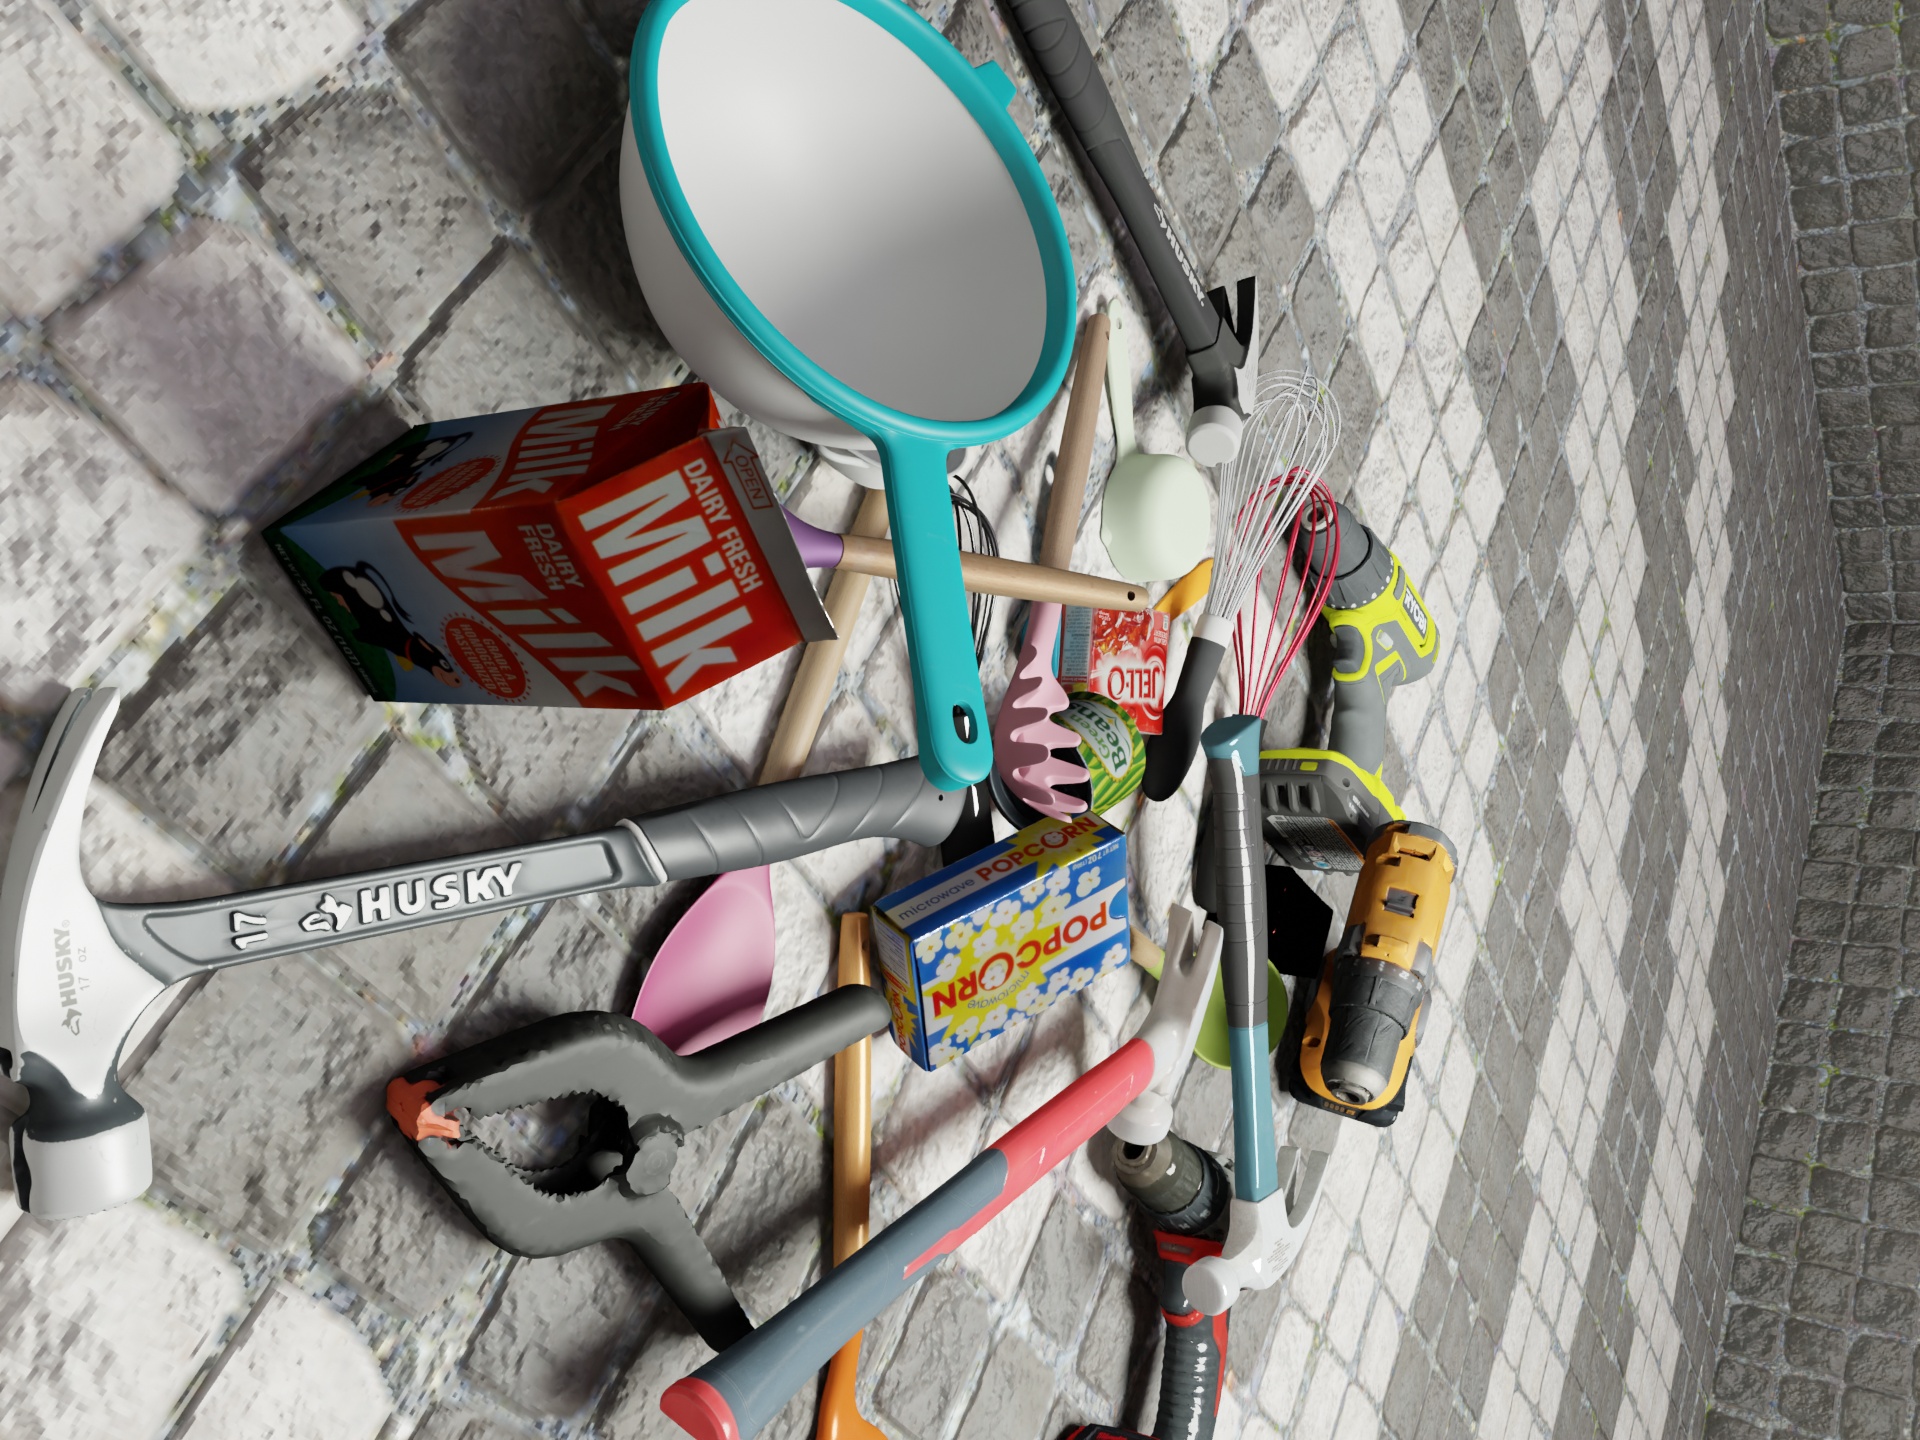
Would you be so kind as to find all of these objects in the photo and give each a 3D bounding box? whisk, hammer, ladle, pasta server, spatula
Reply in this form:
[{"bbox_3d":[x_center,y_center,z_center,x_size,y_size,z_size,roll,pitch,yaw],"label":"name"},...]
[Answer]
[{"bbox_3d":[0.000,-0.003,0.785,0.055,0.055,0.239,-24,115,-50],"label":"whisk"},{"bbox_3d":[-0.137,0.047,0.595,0.408,0.036,0.149,-9,98,-49],"label":"hammer"},{"bbox_3d":[0.108,0.130,0.904,0.319,0.062,0.078,39,70,-51],"label":"ladle"},{"bbox_3d":[0.058,-0.092,0.823,0.060,0.040,0.316,53,41,-50],"label":"pasta server"},{"bbox_3d":[-0.034,-0.074,0.698,0.315,0.018,0.060,6,87,-37],"label":"spatula"},{"bbox_3d":[0.089,-0.310,0.880,0.334,0.035,0.146,53,38,-35],"label":"hammer"},{"bbox_3d":[-0.044,0.252,0.743,0.081,0.041,0.322,0,91,-54],"label":"spatula"},{"bbox_3d":[0.166,0.163,0.926,0.128,0.033,0.331,-7,94,-50],"label":"hammer"},{"bbox_3d":[0.165,-0.084,0.974,0.070,0.070,0.284,25,83,-51],"label":"whisk"},{"bbox_3d":[0.012,0.208,0.744,0.386,0.038,0.143,-21,130,-52],"label":"hammer"},{"bbox_3d":[0.191,-0.021,1.032,0.073,0.073,0.296,14,88,-53],"label":"whisk"}]

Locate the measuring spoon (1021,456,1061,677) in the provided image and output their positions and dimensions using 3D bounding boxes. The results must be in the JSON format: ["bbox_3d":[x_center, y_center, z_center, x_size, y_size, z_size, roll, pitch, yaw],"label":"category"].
[{"bbox_3d":[0.045,-0.086,0.865,0.042,0.021,0.129,73,19,-74],"label":"measuring spoon"}]

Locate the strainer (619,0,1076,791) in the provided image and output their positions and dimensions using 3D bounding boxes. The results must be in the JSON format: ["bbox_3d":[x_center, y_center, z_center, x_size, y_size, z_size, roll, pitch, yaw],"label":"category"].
[{"bbox_3d":[-0.049,-0.130,0.625,0.211,0.095,0.340,4,71,-42],"label":"strainer"}]

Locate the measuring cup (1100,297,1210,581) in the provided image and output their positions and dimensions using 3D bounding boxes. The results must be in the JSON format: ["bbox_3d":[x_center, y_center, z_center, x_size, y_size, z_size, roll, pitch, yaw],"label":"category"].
[{"bbox_3d":[0.112,-0.162,0.928,0.083,0.038,0.167,-31,119,-48],"label":"measuring cup"}]

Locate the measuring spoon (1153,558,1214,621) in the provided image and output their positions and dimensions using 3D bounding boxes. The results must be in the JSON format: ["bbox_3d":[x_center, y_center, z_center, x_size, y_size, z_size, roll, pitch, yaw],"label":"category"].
[{"bbox_3d":[0.140,-0.075,0.993,0.117,0.011,0.021,-39,122,-45],"label":"measuring spoon"}]

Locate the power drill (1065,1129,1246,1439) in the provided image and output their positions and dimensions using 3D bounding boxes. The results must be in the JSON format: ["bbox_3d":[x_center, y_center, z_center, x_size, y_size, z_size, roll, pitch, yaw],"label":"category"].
[{"bbox_3d":[0.122,0.363,0.943,0.187,0.080,0.227,47,53,-44],"label":"power drill"}]

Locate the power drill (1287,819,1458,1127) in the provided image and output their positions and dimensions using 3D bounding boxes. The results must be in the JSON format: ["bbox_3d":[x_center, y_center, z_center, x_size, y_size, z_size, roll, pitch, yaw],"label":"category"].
[{"bbox_3d":[0.271,0.196,1.057,0.226,0.084,0.185,82,27,-55],"label":"power drill"}]

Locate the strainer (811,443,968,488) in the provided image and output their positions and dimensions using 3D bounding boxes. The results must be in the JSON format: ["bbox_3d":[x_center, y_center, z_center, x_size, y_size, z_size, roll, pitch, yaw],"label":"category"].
[{"bbox_3d":[-0.010,-0.168,0.767,0.087,0.050,0.258,36,45,2],"label":"strainer"}]

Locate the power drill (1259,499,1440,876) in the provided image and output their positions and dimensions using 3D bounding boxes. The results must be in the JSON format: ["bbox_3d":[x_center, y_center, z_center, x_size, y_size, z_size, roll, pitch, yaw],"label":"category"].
[{"bbox_3d":[0.268,-0.024,1.116,0.190,0.080,0.229,43,56,-46],"label":"power drill"}]

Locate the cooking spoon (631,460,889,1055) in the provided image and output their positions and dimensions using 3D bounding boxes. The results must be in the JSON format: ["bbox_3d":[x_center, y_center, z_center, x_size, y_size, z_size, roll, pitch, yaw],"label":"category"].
[{"bbox_3d":[-0.078,0.020,0.703,0.068,0.017,0.319,38,63,-44],"label":"cooking spoon"}]
